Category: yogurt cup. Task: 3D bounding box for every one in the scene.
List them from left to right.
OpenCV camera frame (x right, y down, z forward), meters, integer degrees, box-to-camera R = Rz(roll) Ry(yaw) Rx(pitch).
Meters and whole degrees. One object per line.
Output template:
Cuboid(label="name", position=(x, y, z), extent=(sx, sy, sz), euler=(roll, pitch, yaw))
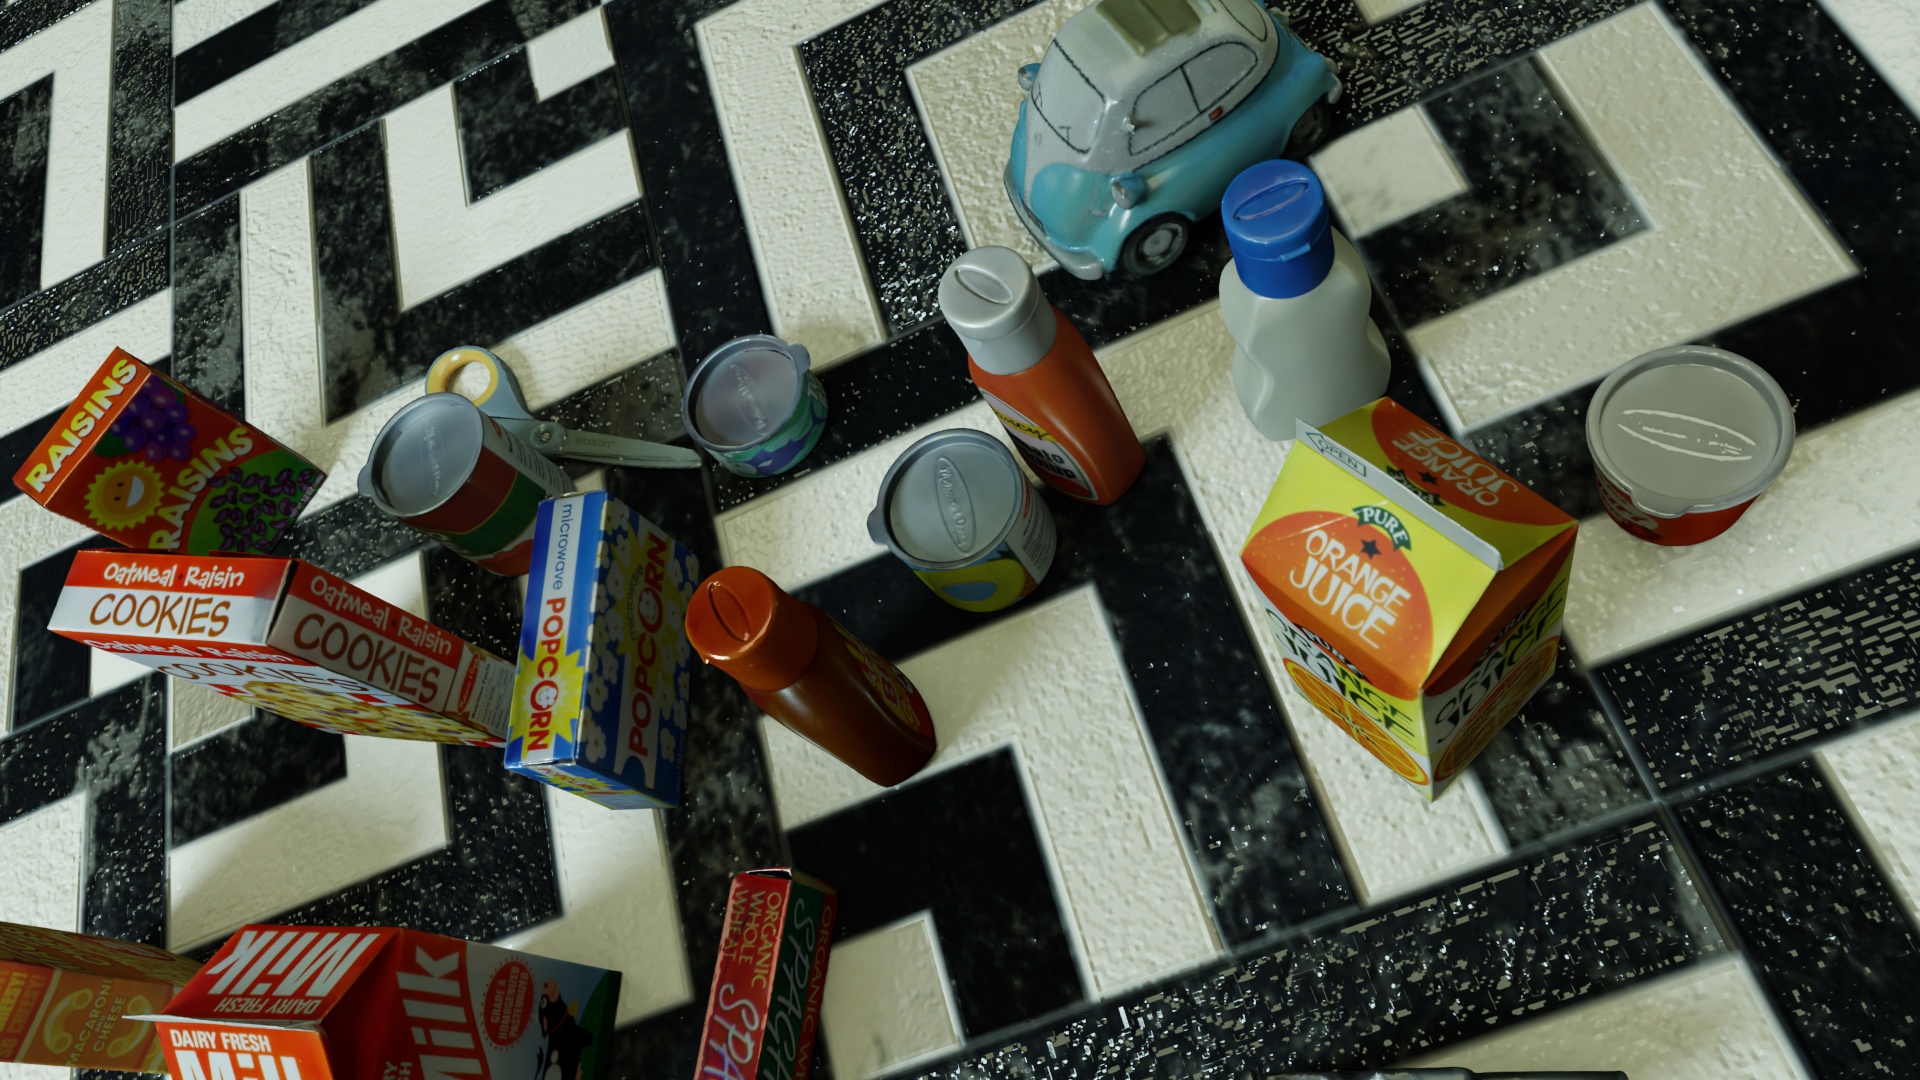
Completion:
Cuboid(label="yogurt cup", position=(0.272, -0.032, 0.526), extent=(0.072, 0.054, 0.072), euler=(-8, 65, 17))

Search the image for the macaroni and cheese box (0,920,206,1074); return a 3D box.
Cuboid(label="macaroni and cheese box", position=(-0.391, 0.197, 0.602), extent=(0.124, 0.166, 0.040), euler=(7, 70, 23))

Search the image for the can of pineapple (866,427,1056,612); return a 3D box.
Cuboid(label="can of pineapple", position=(0.002, -0.008, 0.612), extent=(0.071, 0.057, 0.071), euler=(-8, 65, 17))

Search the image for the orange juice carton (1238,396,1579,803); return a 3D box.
Cuboid(label="orange juice carton", position=(0.151, 0.020, 0.467), extent=(0.073, 0.192, 0.072), euler=(-46, 60, -3))

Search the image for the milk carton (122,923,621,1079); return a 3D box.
Cuboid(label="milk carton", position=(-0.212, 0.189, 0.526), extent=(0.072, 0.190, 0.074), euler=(-5, 66, 19))

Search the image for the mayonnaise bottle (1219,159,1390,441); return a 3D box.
Cuboid(label="mayonnaise bottle", position=(0.133, -0.092, 0.549), extent=(0.065, 0.147, 0.041), euler=(-24, 61, 9))

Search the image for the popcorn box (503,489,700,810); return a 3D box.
Cuboid(label="popcorn box", position=(-0.158, 0.051, 0.629), extent=(0.038, 0.085, 0.127), euler=(-8, 65, 17))

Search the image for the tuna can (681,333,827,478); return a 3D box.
Cuboid(label="tuna can", position=(-0.099, -0.068, 0.691), extent=(0.071, 0.032, 0.071), euler=(-8, 65, 17))

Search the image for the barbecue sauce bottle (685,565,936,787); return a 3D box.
Cuboid(label="barbecue sauce bottle", position=(-0.058, 0.053, 0.554), extent=(0.043, 0.148, 0.065), euler=(-38, 60, 2))

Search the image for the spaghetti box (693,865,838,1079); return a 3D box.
Cuboid(label="spaghetti box", position=(-0.088, 0.254, 0.532), extent=(0.028, 0.050, 0.251), euler=(0, 67, 20))

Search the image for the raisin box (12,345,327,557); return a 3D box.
Cuboid(label="raisin box", position=(-0.416, -0.034, 0.740), extent=(0.040, 0.123, 0.086), euler=(28, 79, 28))

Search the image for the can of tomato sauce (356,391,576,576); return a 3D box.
Cuboid(label="can of tomato sauce", position=(-0.244, -0.025, 0.696), extent=(0.071, 0.083, 0.071), euler=(-8, 65, 17))

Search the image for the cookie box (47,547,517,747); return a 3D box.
Cuboid(label="cookie box", position=(-0.293, 0.052, 0.631), extent=(0.123, 0.167, 0.040), euler=(1, 68, 21))

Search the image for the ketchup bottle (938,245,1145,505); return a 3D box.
Cuboid(label="ketchup bottle", position=(0.033, -0.067, 0.575), extent=(0.065, 0.148, 0.043), euler=(34, 82, 29))
